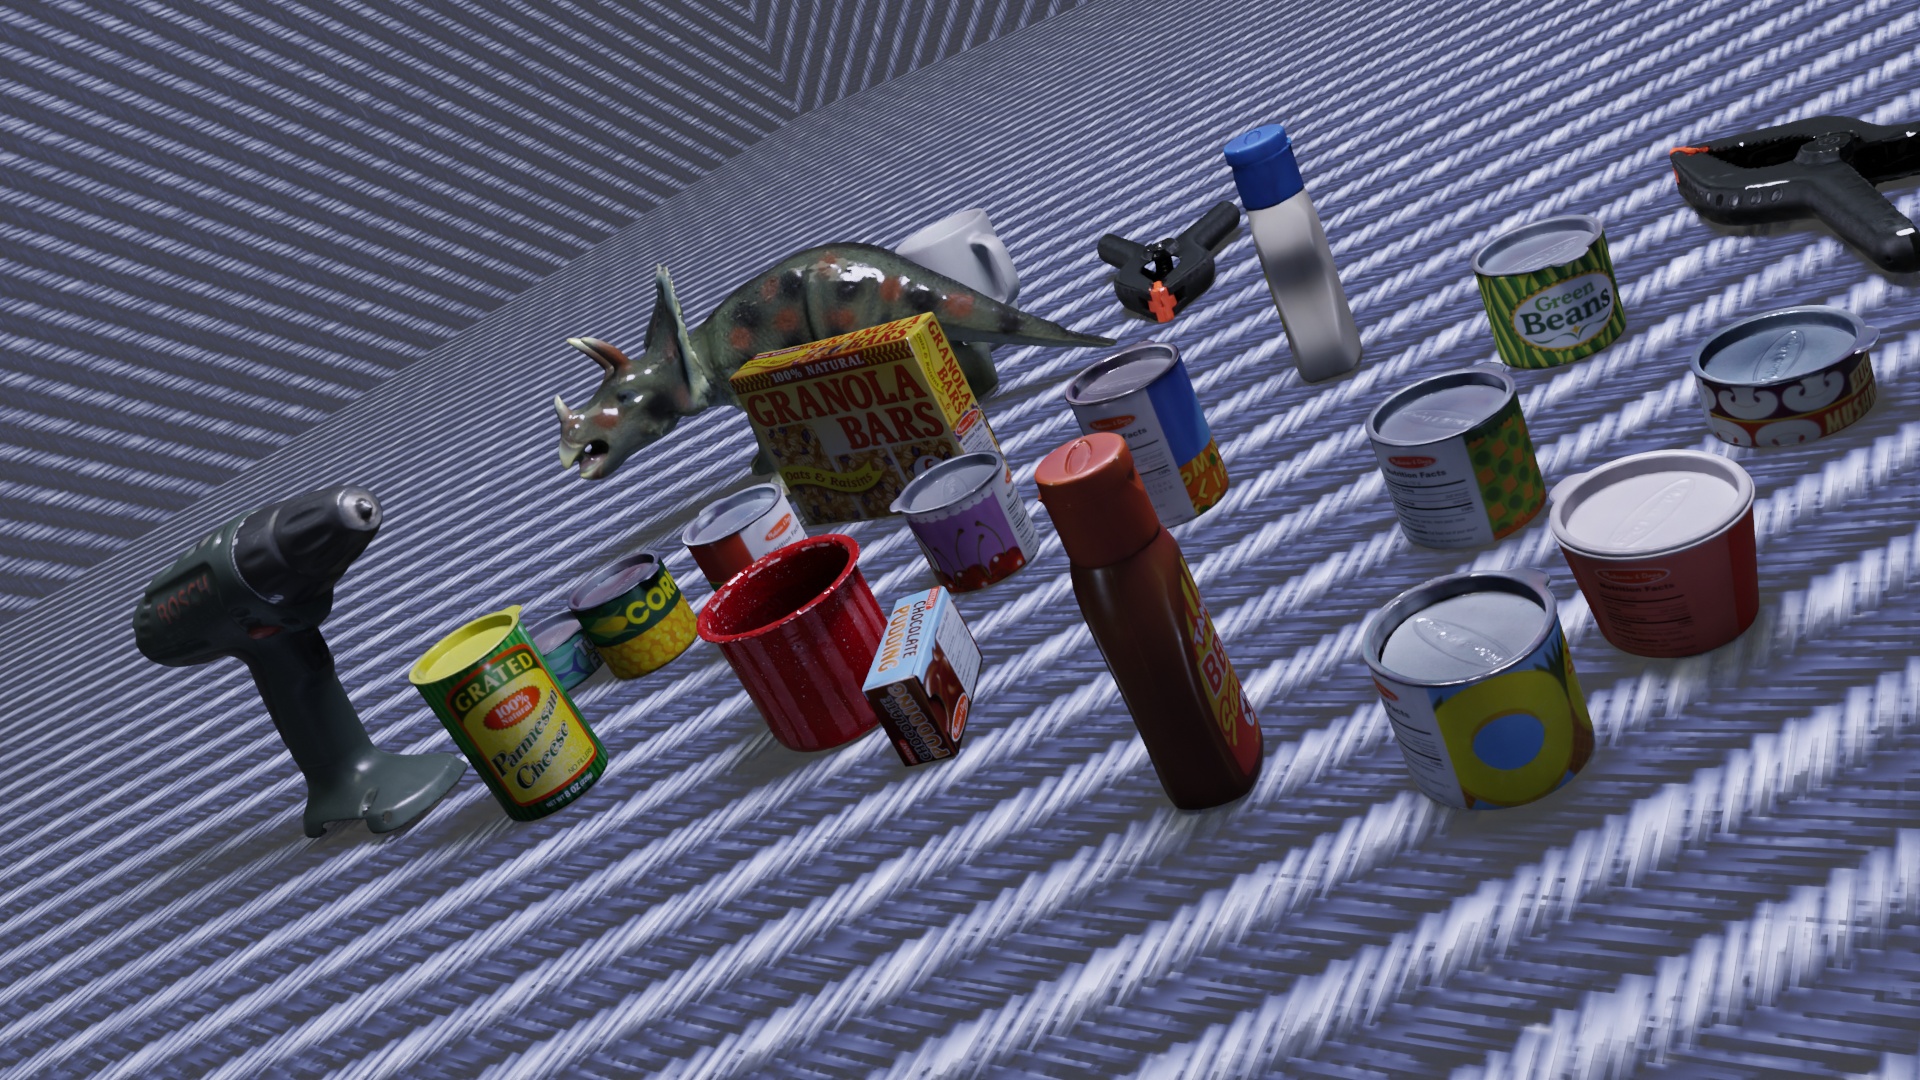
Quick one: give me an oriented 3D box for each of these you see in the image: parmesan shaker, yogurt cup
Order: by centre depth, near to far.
[{"bbox_3d":[0.259,0.006,0.512,0.072,0.053,0.073,-22,24,10],"label":"yogurt cup"},{"bbox_3d":[-0.251,0.098,0.787,0.071,0.102,0.071,-22,24,10],"label":"parmesan shaker"}]

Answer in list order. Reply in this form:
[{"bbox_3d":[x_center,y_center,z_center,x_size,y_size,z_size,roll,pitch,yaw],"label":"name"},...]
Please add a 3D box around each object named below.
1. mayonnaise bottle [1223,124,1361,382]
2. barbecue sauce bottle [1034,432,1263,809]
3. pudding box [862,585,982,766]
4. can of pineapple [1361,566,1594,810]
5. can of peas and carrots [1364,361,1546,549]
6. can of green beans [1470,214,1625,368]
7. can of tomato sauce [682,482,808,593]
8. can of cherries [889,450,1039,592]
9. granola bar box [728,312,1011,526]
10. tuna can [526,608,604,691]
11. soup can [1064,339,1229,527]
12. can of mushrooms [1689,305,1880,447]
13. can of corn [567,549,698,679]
[{"bbox_3d":[0.197,-0.170,0.823,0.041,0.147,0.065,-17,25,21],"label":"mayonnaise bottle"},{"bbox_3d":[0.073,0.030,0.536,0.043,0.148,0.065,-18,25,20],"label":"barbecue sauce bottle"},{"bbox_3d":[-0.017,0.065,0.681,0.030,0.049,0.084,-18,25,19],"label":"pudding box"},{"bbox_3d":[0.184,0.052,0.490,0.071,0.057,0.071,-22,24,10],"label":"can of pineapple"},{"bbox_3d":[0.227,-0.039,0.632,0.071,0.058,0.071,-22,24,10],"label":"can of peas and carrots"},{"bbox_3d":[0.312,-0.132,0.737,0.071,0.057,0.071,-22,24,10],"label":"can of green beans"},{"bbox_3d":[-0.121,0.017,0.846,0.071,0.083,0.071,-22,24,10],"label":"can of tomato sauce"},{"bbox_3d":[0.003,-0.010,0.805,0.071,0.058,0.072,-22,24,10],"label":"can of cherries"},{"bbox_3d":[-0.061,-0.077,0.927,0.165,0.123,0.039,-6,31,39],"label":"granola bar box"},{"bbox_3d":[-0.272,0.076,0.943,0.071,0.032,0.071,-22,24,10],"label":"tuna can"},{"bbox_3d":[0.105,-0.059,0.768,0.071,0.083,0.071,-22,24,10],"label":"soup can"},{"bbox_3d":[0.356,-0.071,0.596,0.071,0.033,0.071,-22,24,10],"label":"can of mushrooms"},{"bbox_3d":[-0.210,0.048,0.905,0.071,0.058,0.071,-22,24,10],"label":"can of corn"}]
